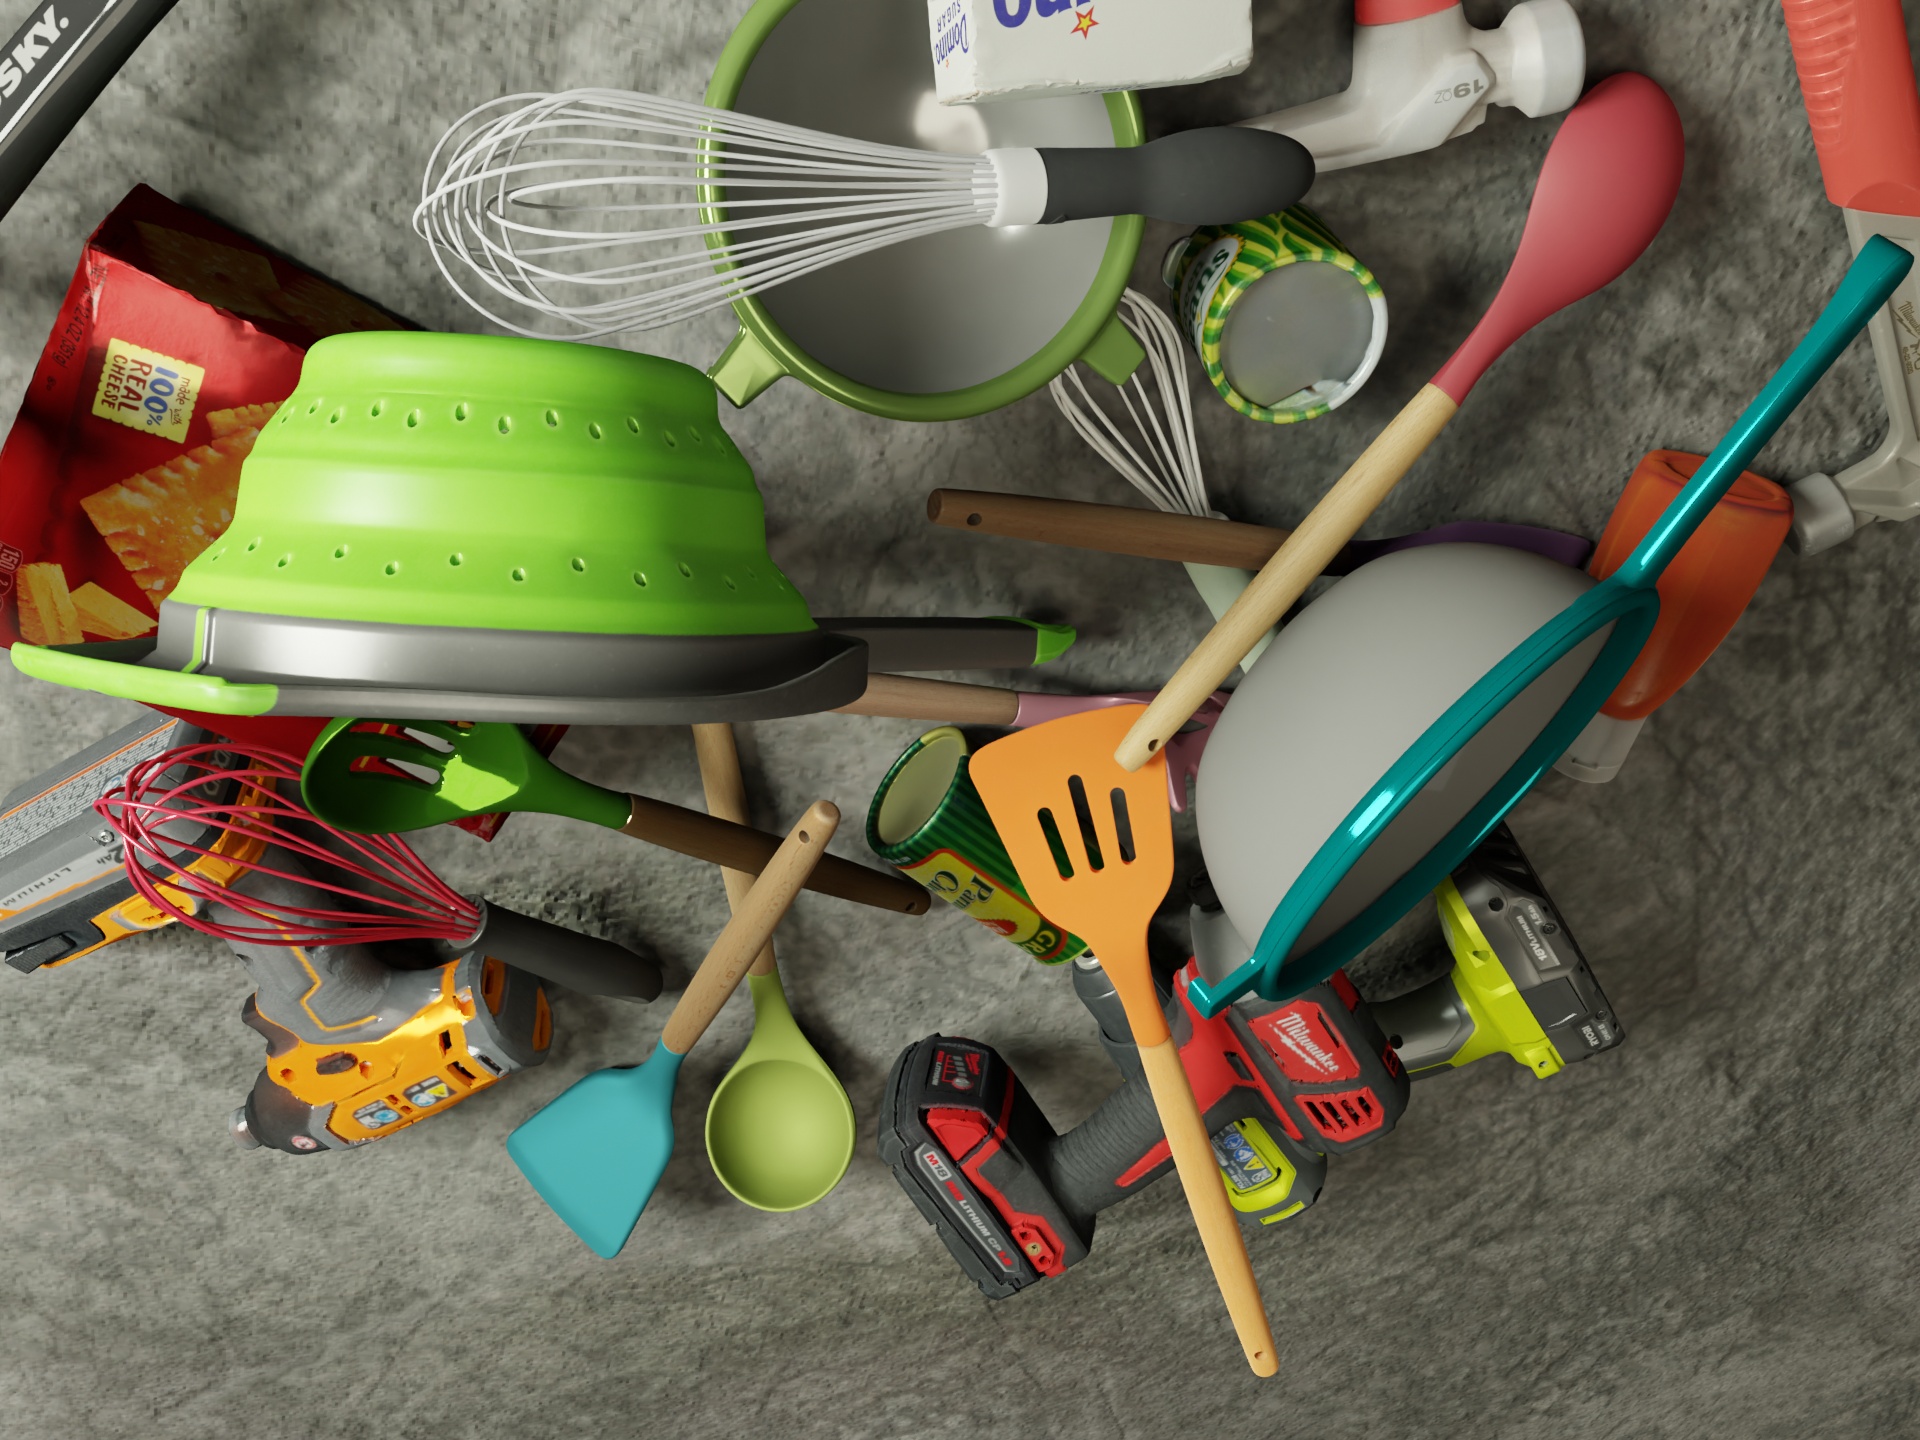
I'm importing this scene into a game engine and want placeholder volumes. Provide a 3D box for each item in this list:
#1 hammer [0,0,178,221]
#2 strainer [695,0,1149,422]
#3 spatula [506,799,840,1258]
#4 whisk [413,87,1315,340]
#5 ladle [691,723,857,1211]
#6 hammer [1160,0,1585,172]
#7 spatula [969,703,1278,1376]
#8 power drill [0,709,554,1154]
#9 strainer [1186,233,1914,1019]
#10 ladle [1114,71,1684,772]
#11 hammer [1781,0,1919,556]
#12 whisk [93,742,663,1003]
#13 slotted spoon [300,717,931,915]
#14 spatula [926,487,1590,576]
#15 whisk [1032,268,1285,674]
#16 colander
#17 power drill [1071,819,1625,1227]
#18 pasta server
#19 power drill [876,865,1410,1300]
[{"bbox_3d":[-0.240,-0.227,0.465,0.335,0.146,0.035,-44,164,10],"label":"hammer"},{"bbox_3d":[-0.019,-0.229,0.514,0.151,0.069,0.256,-7,108,-17],"label":"strainer"},{"bbox_3d":[-0.126,0.139,0.722,0.082,0.044,0.317,44,131,11],"label":"spatula"},{"bbox_3d":[-0.015,-0.157,0.473,0.284,0.070,0.070,-11,128,-22],"label":"whisk"},{"bbox_3d":[-0.100,0.102,0.734,0.078,0.062,0.319,2,124,11],"label":"ladle"},{"bbox_3d":[0.107,-0.354,0.451,0.143,0.038,0.385,-12,126,3],"label":"hammer"},{"bbox_3d":[0.089,0.149,0.677,0.081,0.041,0.322,-16,110,9],"label":"spatula"},{"bbox_3d":[-0.311,0.110,0.696,0.164,0.084,0.226,-26,128,12],"label":"power drill"},{"bbox_3d":[0.193,-0.044,0.593,0.211,0.095,0.340,-8,137,-54],"label":"strainer"},{"bbox_3d":[0.162,-0.102,0.595,0.069,0.031,0.315,32,103,-37],"label":"ladle"},{"bbox_3d":[0.335,-0.221,0.571,0.149,0.037,0.358,-29,126,12],"label":"hammer"},{"bbox_3d":[-0.216,0.077,0.650,0.073,0.073,0.295,-32,147,14],"label":"whisk"},{"bbox_3d":[-0.120,0.045,0.650,0.313,0.031,0.070,23,112,-45],"label":"slotted spoon"},{"bbox_3d":[0.129,-0.065,0.629,0.315,0.018,0.059,4,127,-28],"label":"spatula"},{"bbox_3d":[0.093,-0.081,0.641,0.059,0.058,0.246,-2,138,37],"label":"whisk"},{"bbox_3d":[-0.078,-0.060,0.513,0.397,0.205,0.094,-5,100,-53],"label":"colander"},{"bbox_3d":[0.184,0.140,0.786,0.228,0.080,0.190,-30,115,16],"label":"power drill"},{"bbox_3d":[-0.001,-0.002,0.647,0.316,0.040,0.060,6,136,-28],"label":"pasta server"},{"bbox_3d":[0.078,0.162,0.730,0.219,0.079,0.143,-30,104,16],"label":"power drill"}]
